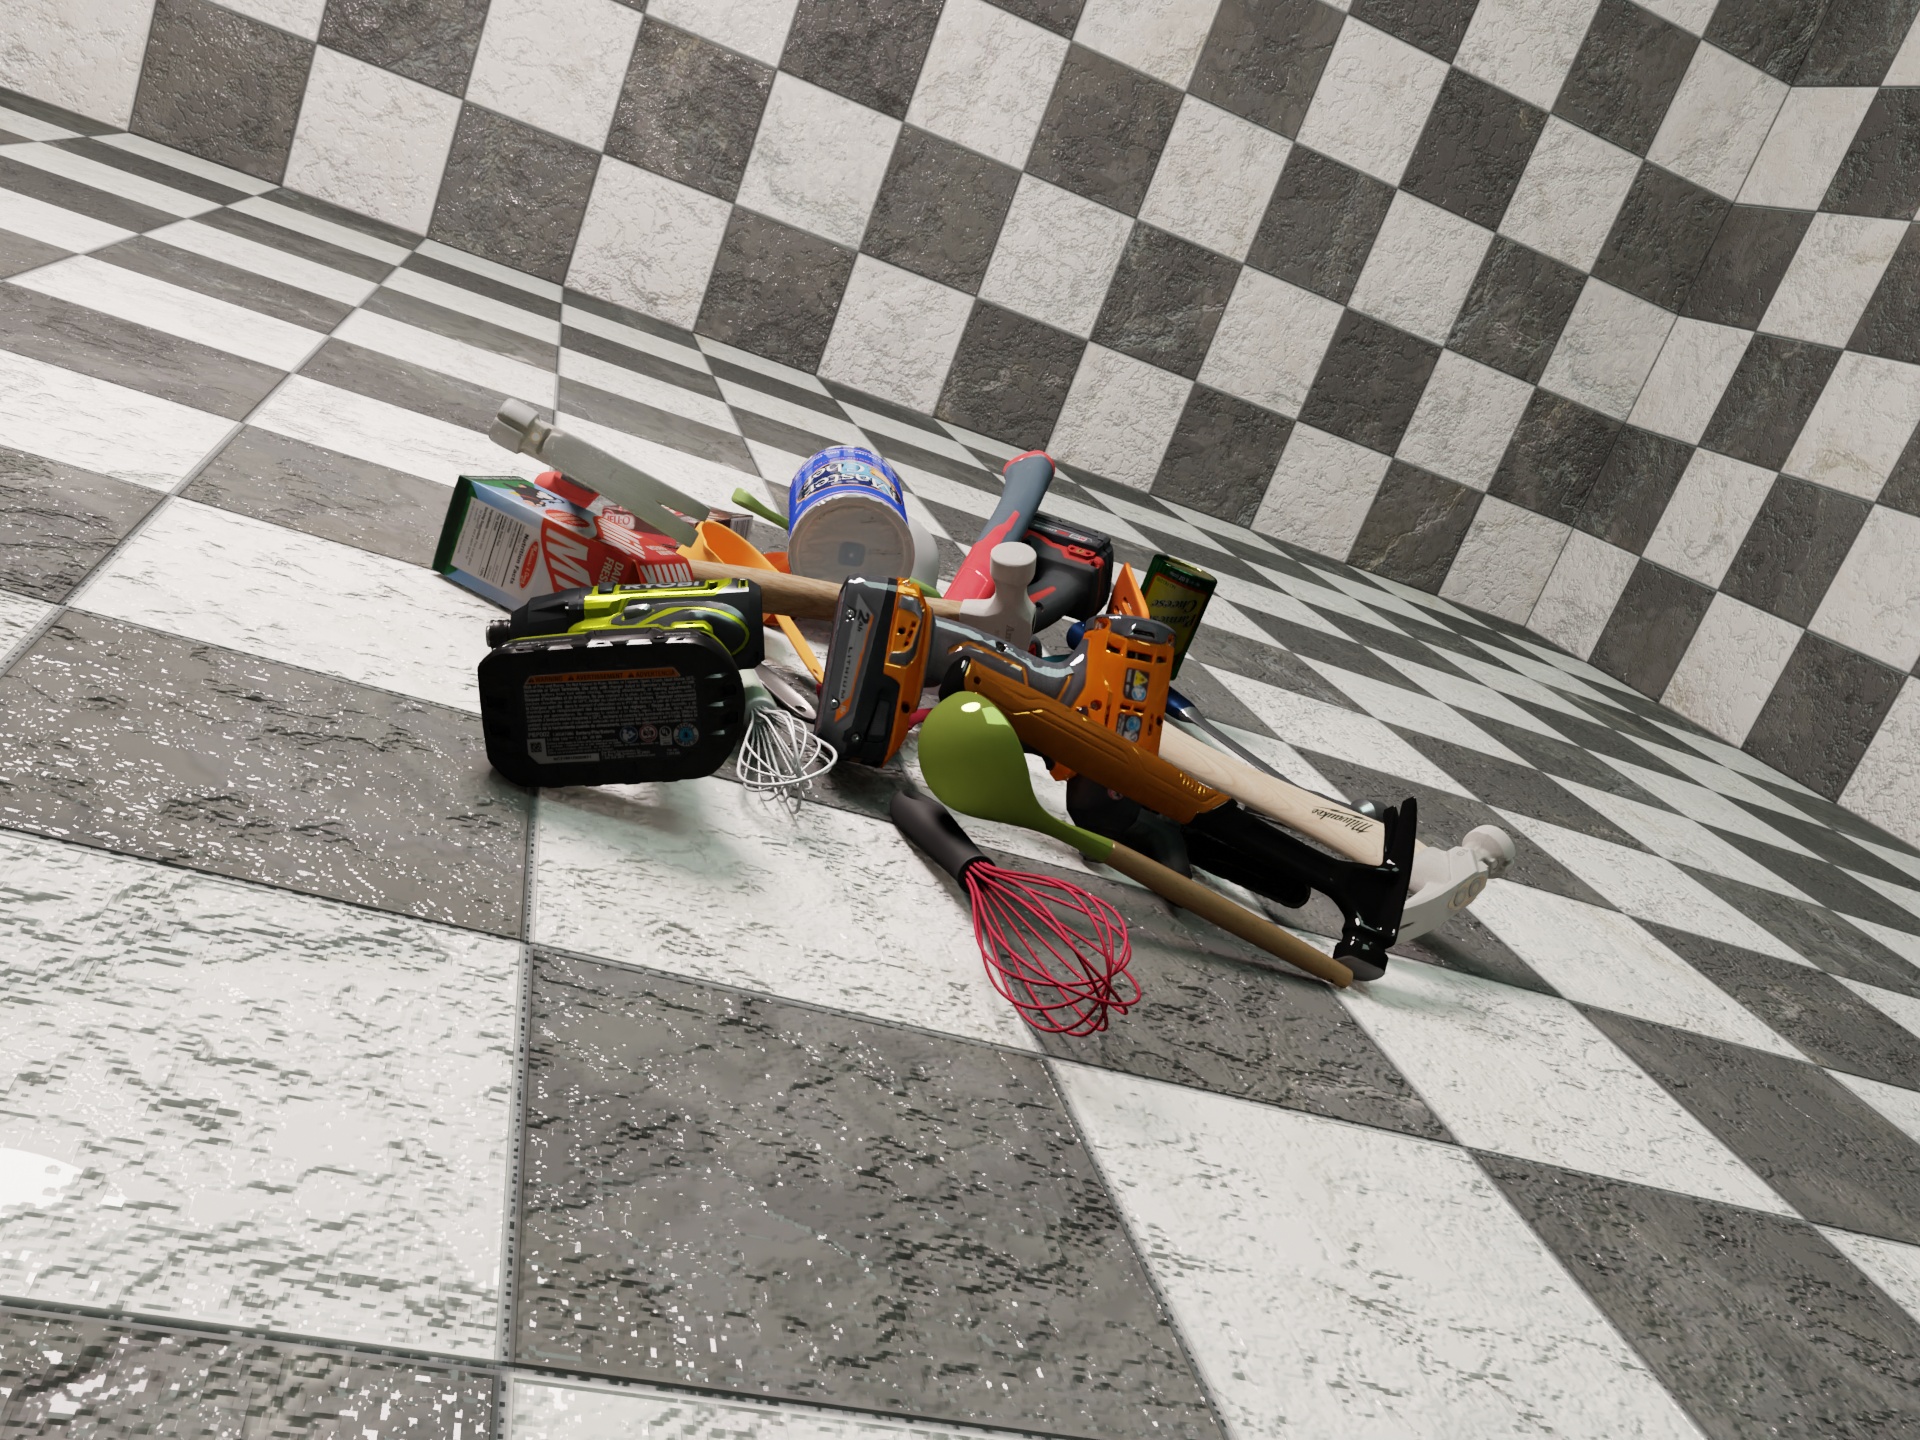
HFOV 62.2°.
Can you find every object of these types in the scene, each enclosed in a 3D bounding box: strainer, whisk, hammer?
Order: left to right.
[{"bbox_3d":[-0.282,-0.174,1.204,0.149,0.037,0.359,29,-4,-16],"label":"hammer"},{"bbox_3d":[-0.125,-0.001,1.008,0.059,0.057,0.246,-14,21,-12],"label":"whisk"},{"bbox_3d":[-0.111,-0.086,1.133,0.331,0.130,0.031,9,39,9],"label":"hammer"},{"bbox_3d":[-0.109,-0.185,1.491,0.152,0.069,0.256,26,1,42],"label":"strainer"},{"bbox_3d":[0.017,0.092,0.870,0.073,0.073,0.296,14,11,-25],"label":"whisk"},{"bbox_3d":[0.038,-0.131,1.328,0.143,0.038,0.386,12,35,11],"label":"hammer"},{"bbox_3d":[0.141,0.041,1.006,0.336,0.127,0.034,27,-26,-13],"label":"hammer"},{"bbox_3d":[0.215,-0.003,1.474,0.144,0.035,0.406,11,19,-35],"label":"hammer"},{"bbox_3d":[0.216,0.053,1.248,0.146,0.038,0.411,-25,36,-31],"label":"hammer"}]

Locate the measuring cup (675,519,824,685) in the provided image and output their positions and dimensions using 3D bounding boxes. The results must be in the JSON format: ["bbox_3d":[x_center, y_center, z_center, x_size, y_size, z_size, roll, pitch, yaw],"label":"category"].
[{"bbox_3d":[-0.161,-0.075,1.212,0.174,0.052,0.095,54,18,24],"label":"measuring cup"}]

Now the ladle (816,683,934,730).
[{"bbox_3d":[-0.002,-0.004,1.212,0.069,0.031,0.315,26,14,32],"label":"ladle"}]

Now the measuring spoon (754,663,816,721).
[{"bbox_3d":[-0.147,-0.030,1.137,0.124,0.018,0.034,38,29,28],"label":"measuring spoon"}]

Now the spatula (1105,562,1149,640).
[{"bbox_3d":[0.128,-0.025,1.305,0.041,0.081,0.323,17,33,1],"label":"spatula"}]

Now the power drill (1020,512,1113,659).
[{"bbox_3d":[0.016,-0.107,1.395,0.188,0.080,0.227,20,37,22],"label":"power drill"}]

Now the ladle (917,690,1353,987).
[{"bbox_3d":[0.113,0.080,0.962,0.320,0.062,0.078,29,-29,-16],"label":"ladle"}]

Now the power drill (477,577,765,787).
[{"bbox_3d":[-0.201,-0.033,0.922,0.171,0.080,0.223,-3,17,-6],"label":"power drill"}]

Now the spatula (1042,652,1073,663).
[{"bbox_3d":[-0.019,-0.095,1.459,0.317,0.044,0.082,23,21,8],"label":"spatula"}]

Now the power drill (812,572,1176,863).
[{"bbox_3d":[0.023,-0.002,1.041,0.226,0.164,0.084,11,-9,-9],"label":"power drill"}]
